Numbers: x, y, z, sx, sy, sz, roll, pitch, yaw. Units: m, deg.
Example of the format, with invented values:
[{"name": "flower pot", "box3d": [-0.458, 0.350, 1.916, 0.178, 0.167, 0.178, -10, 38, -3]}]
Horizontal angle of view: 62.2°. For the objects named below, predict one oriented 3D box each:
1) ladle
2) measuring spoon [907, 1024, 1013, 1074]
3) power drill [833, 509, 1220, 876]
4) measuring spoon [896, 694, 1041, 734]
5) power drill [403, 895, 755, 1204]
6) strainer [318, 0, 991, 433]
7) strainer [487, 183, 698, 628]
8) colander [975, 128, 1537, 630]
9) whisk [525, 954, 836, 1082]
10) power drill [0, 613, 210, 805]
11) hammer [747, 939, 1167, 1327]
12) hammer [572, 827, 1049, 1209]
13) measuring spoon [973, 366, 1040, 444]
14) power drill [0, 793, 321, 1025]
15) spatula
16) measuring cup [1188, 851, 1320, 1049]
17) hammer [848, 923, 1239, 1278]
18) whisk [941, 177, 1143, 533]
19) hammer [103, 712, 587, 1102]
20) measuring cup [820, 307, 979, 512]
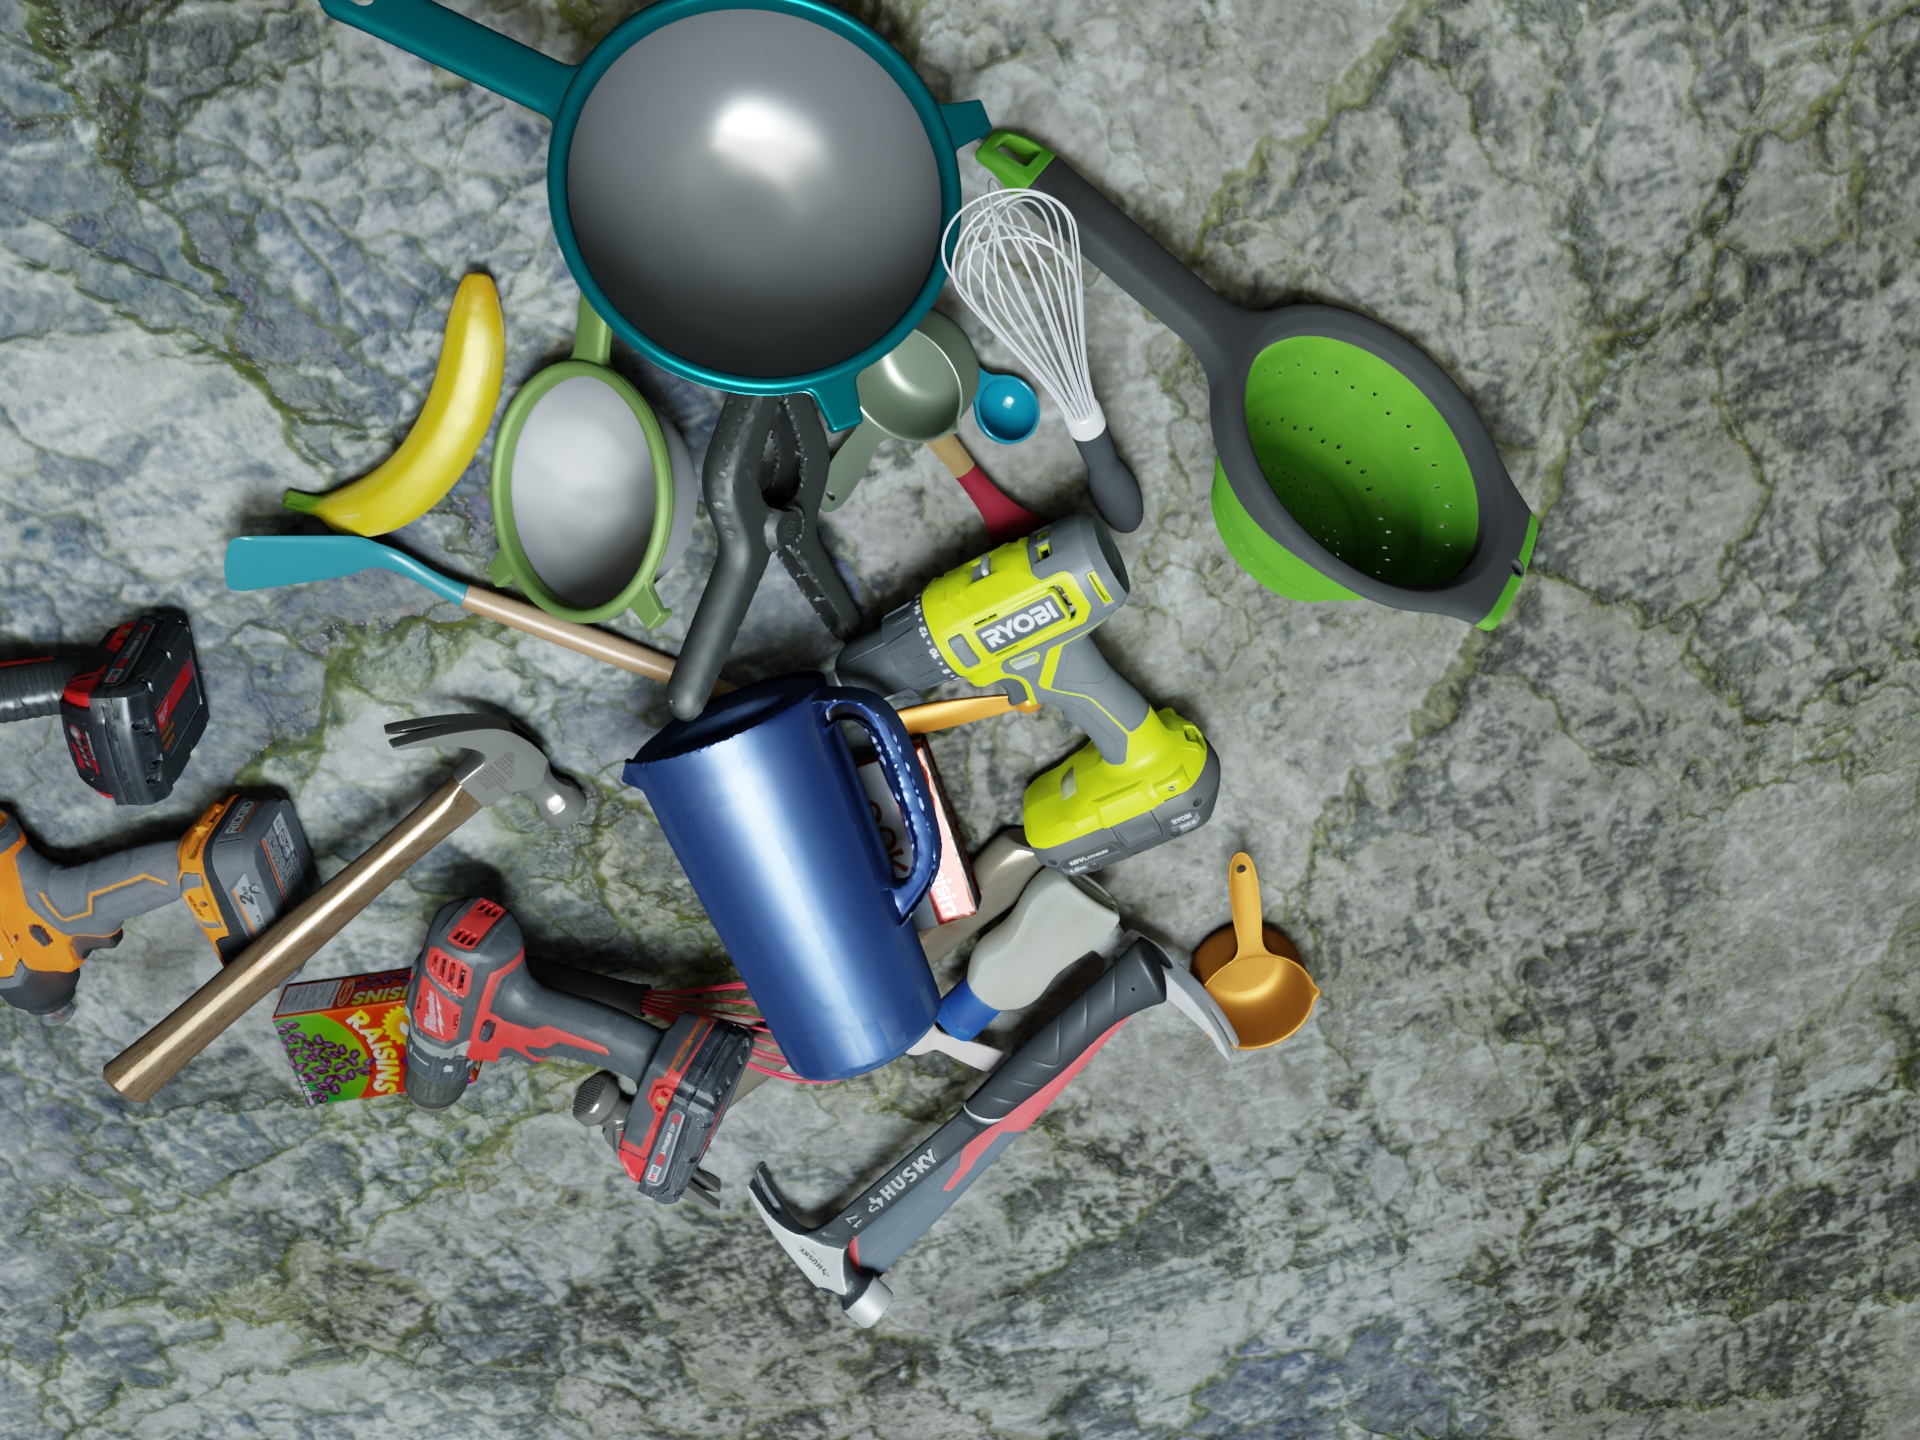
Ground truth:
[{"name": "ladle", "box3d": [-0.012, -0.173, 0.969, 0.069, 0.031, 0.315, -35, 114, 14]}, {"name": "measuring spoon", "box3d": [0.005, 0.248, 1.174, 0.124, 0.018, 0.034, 17, 108, 16]}, {"name": "power drill", "box3d": [0.048, -0.008, 1.018, 0.190, 0.080, 0.228, -25, 124, 18]}, {"name": "measuring spoon", "box3d": [-0.002, -0.003, 1.070, 0.117, 0.011, 0.021, -10, 119, 1]}, {"name": "power drill", "box3d": [-0.270, 0.233, 1.069, 0.226, 0.080, 0.187, 26, 124, 1]}, {"name": "strainer", "box3d": [-0.168, -0.296, 0.842, 0.340, 0.095, 0.211, 24, 84, -8]}, {"name": "strainer", "box3d": [-0.197, -0.185, 0.926, 0.151, 0.069, 0.256, 15, 103, 34]}, {"name": "colander", "box3d": [0.154, -0.188, 0.936, 0.397, 0.205, 0.094, 39, 145, -6]}, {"name": "whisk", "box3d": [-0.202, 0.200, 1.112, 0.296, 0.073, 0.073, 9, 119, 8]}, {"name": "power drill", "box3d": [-0.581, -0.003, 0.945, 0.219, 0.143, 0.078, -1, 121, -7]}, {"name": "hammer", "box3d": [0.001, 0.293, 1.169, 0.149, 0.036, 0.409, 43, 115, -2]}, {"name": "hammer", "box3d": [-0.087, 0.216, 1.169, 0.410, 0.038, 0.146, -37, 117, 14]}, {"name": "measuring spoon", "box3d": [-0.007, -0.213, 0.953, 0.128, 0.021, 0.042, 39, 72, -14]}, {"name": "power drill", "box3d": [-0.550, 0.131, 1.058, 0.226, 0.084, 0.164, -5, 121, 1]}, {"name": "spatula", "box3d": [-0.288, -0.059, 0.995, 0.317, 0.044, 0.082, 20, 154, -19]}, {"name": "measuring cup", "box3d": [0.205, 0.156, 1.154, 0.095, 0.052, 0.173, -10, 117, 1]}, {"name": "hammer", "box3d": [0.042, 0.314, 1.206, 0.143, 0.038, 0.386, 42, 115, 10]}, {"name": "whisk", "box3d": [0.062, -0.192, 0.898, 0.070, 0.070, 0.284, -24, 145, 8]}, {"name": "hammer", "box3d": [-0.403, 0.119, 1.012, 0.331, 0.031, 0.129, -41, 130, -7]}, {"name": "measuring cup", "box3d": [-0.044, -0.180, 0.940, 0.083, 0.038, 0.167, 39, 142, -4]}]
